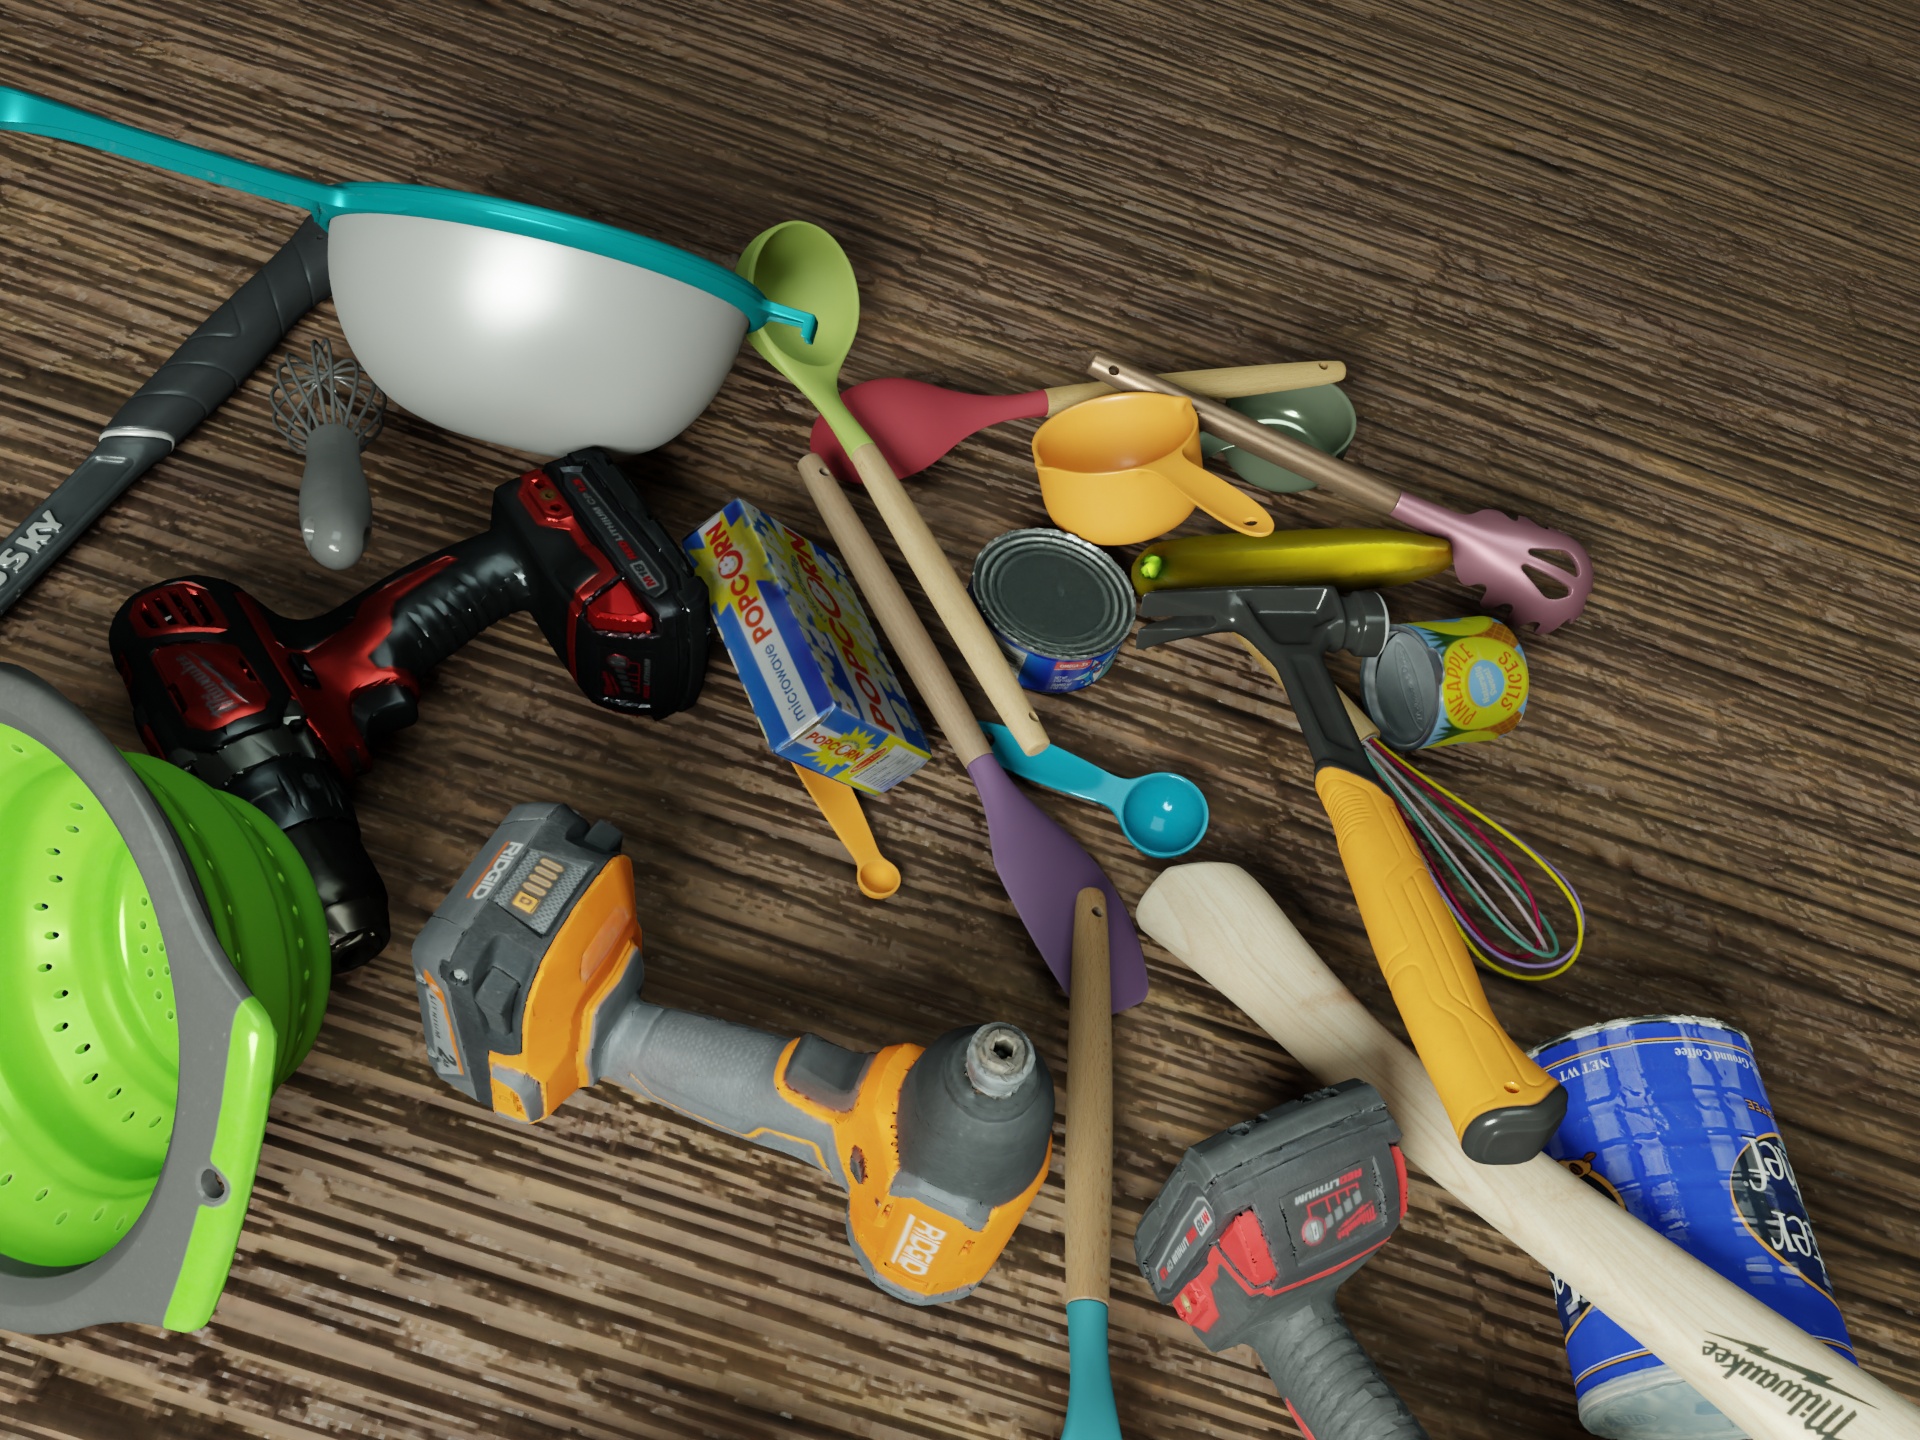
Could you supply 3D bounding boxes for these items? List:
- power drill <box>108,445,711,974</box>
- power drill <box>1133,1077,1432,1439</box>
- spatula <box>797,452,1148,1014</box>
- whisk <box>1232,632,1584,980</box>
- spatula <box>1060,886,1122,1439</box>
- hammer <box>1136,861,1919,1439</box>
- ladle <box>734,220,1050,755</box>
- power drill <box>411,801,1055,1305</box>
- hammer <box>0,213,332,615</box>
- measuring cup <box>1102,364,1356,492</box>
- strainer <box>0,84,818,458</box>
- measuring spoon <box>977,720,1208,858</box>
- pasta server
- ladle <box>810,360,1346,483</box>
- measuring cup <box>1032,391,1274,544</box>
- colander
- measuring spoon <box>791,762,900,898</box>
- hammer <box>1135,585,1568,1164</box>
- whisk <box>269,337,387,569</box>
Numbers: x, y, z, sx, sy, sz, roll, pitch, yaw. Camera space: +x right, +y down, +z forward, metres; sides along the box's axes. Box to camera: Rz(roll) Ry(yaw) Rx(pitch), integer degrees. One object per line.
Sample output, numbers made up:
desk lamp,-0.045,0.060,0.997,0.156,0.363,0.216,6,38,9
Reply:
power drill,-0.219,-0.009,0.676,0.226,0.080,0.188,-26,64,-27
power drill,0.153,0.246,0.547,0.078,0.143,0.220,-16,58,-21
spatula,-0.001,-0.002,0.751,0.059,0.018,0.316,-13,65,-41
whisk,0.213,0.031,0.794,0.051,0.047,0.245,-13,53,-38
spatula,0.043,0.203,0.612,0.082,0.044,0.318,18,48,-14
hammer,0.209,0.186,0.595,0.146,0.038,0.411,-43,50,-10
ladle,-0.030,-0.122,0.791,0.078,0.062,0.320,-2,55,-48
power drill,-0.075,0.117,0.565,0.226,0.164,0.084,24,52,5
hammer,-0.395,-0.116,0.731,0.149,0.036,0.409,20,50,1
measuring cup,0.149,-0.151,0.919,0.167,0.038,0.083,-22,61,-15
strainer,-0.246,-0.179,0.706,0.340,0.095,0.211,6,6,-46
measuring spoon,0.057,0.031,0.765,0.129,0.021,0.042,23,69,13
pasta server,0.215,-0.132,0.885,0.316,0.040,0.060,24,89,-3
ladle,0.072,-0.178,0.888,0.315,0.031,0.069,-9,62,-14
measuring cup,0.105,-0.111,0.811,0.095,0.052,0.174,-27,40,-16
colander,-0.345,0.049,0.547,0.397,0.204,0.094,25,15,22
measuring spoon,-0.060,0.036,0.730,0.021,0.011,0.117,-15,56,-28
hammer,0.169,0.045,0.689,0.127,0.034,0.337,-1,39,-8
whisk,-0.278,-0.117,0.701,0.055,0.055,0.239,-5,29,-20
